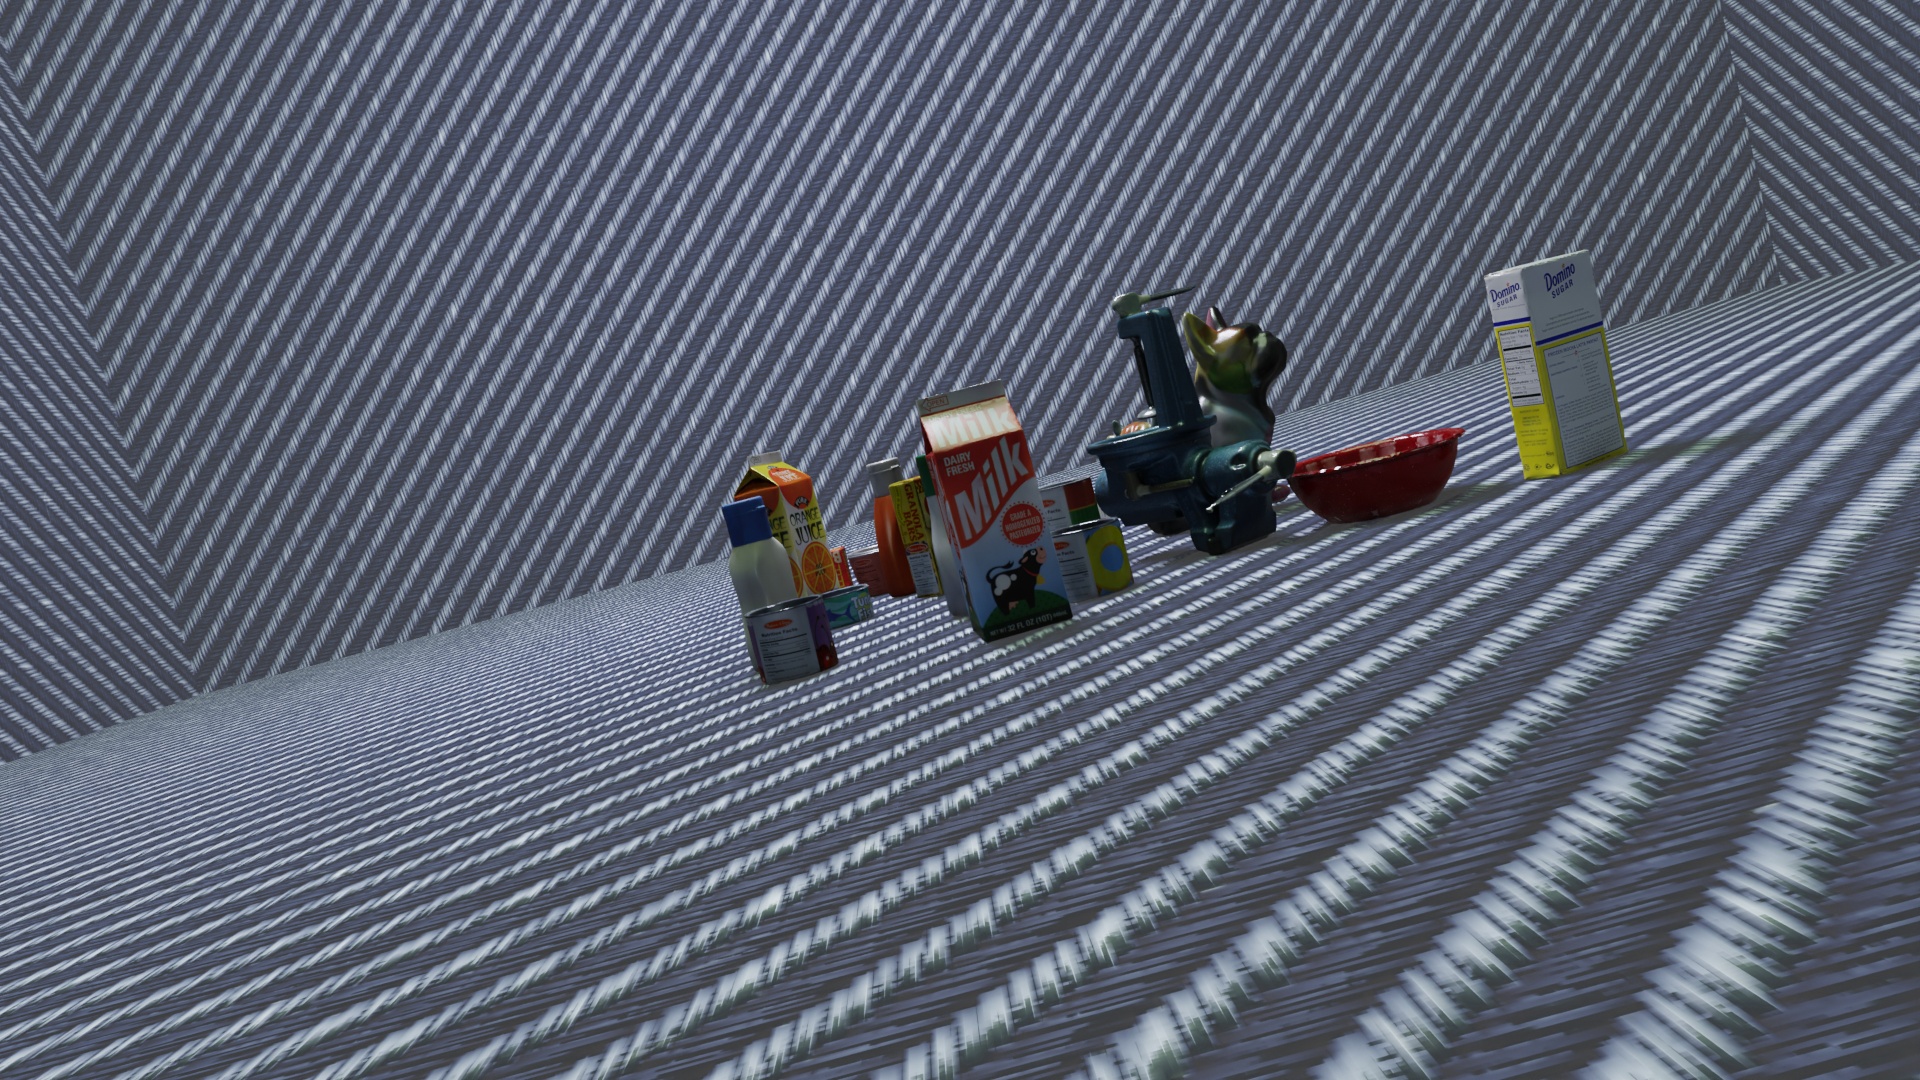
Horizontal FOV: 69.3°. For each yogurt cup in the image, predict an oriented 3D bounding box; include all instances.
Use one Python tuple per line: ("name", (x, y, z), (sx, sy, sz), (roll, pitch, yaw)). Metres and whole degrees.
("yogurt cup", (-0.092, 0.033, 1.607), (0.072, 0.054, 0.072), (-14, 4, 1))

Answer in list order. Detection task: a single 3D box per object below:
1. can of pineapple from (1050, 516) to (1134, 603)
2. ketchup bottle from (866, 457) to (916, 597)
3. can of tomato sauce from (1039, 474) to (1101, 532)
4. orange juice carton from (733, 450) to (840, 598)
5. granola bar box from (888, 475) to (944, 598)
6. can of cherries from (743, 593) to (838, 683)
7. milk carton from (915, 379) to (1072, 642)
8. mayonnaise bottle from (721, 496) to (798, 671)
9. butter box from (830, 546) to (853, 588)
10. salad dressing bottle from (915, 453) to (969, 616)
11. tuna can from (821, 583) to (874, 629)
("can of pineapple", (0.108, 0.016, 1.156), (0.071, 0.058, 0.071), (-14, 4, 1))
("ketchup bottle", (-0.066, -0.016, 1.521), (0.043, 0.148, 0.065), (-11, 5, 44))
("can of tomato sauce", (0.111, -0.018, 1.404), (0.071, 0.083, 0.071), (-14, 4, 1))
("orange juice carton", (-0.216, -0.014, 1.699), (0.073, 0.192, 0.072), (-12, 4, 30))
("granola bar box", (0.005, -0.019, 1.487), (0.039, 0.124, 0.166), (-11, 5, 41))
("can of cherries", (-0.137, 0.080, 1.135), (0.071, 0.058, 0.071), (-14, 4, 1))
("milk carton", (0.023, -0.025, 1.073), (0.072, 0.190, 0.073), (-15, 4, -6))
("mayonnaise bottle", (-0.172, 0.037, 1.215), (0.041, 0.148, 0.065), (-13, 4, 28))
("butter box", (-0.193, 0.045, 1.790), (0.103, 0.053, 0.024), (-14, 4, 11))
("salad dressing bottle", (-0.004, -0.008, 1.234), (0.044, 0.147, 0.064), (-13, 4, 23))
("tuna can", (-0.120, 0.068, 1.404), (0.071, 0.033, 0.071), (-14, 4, 1))
